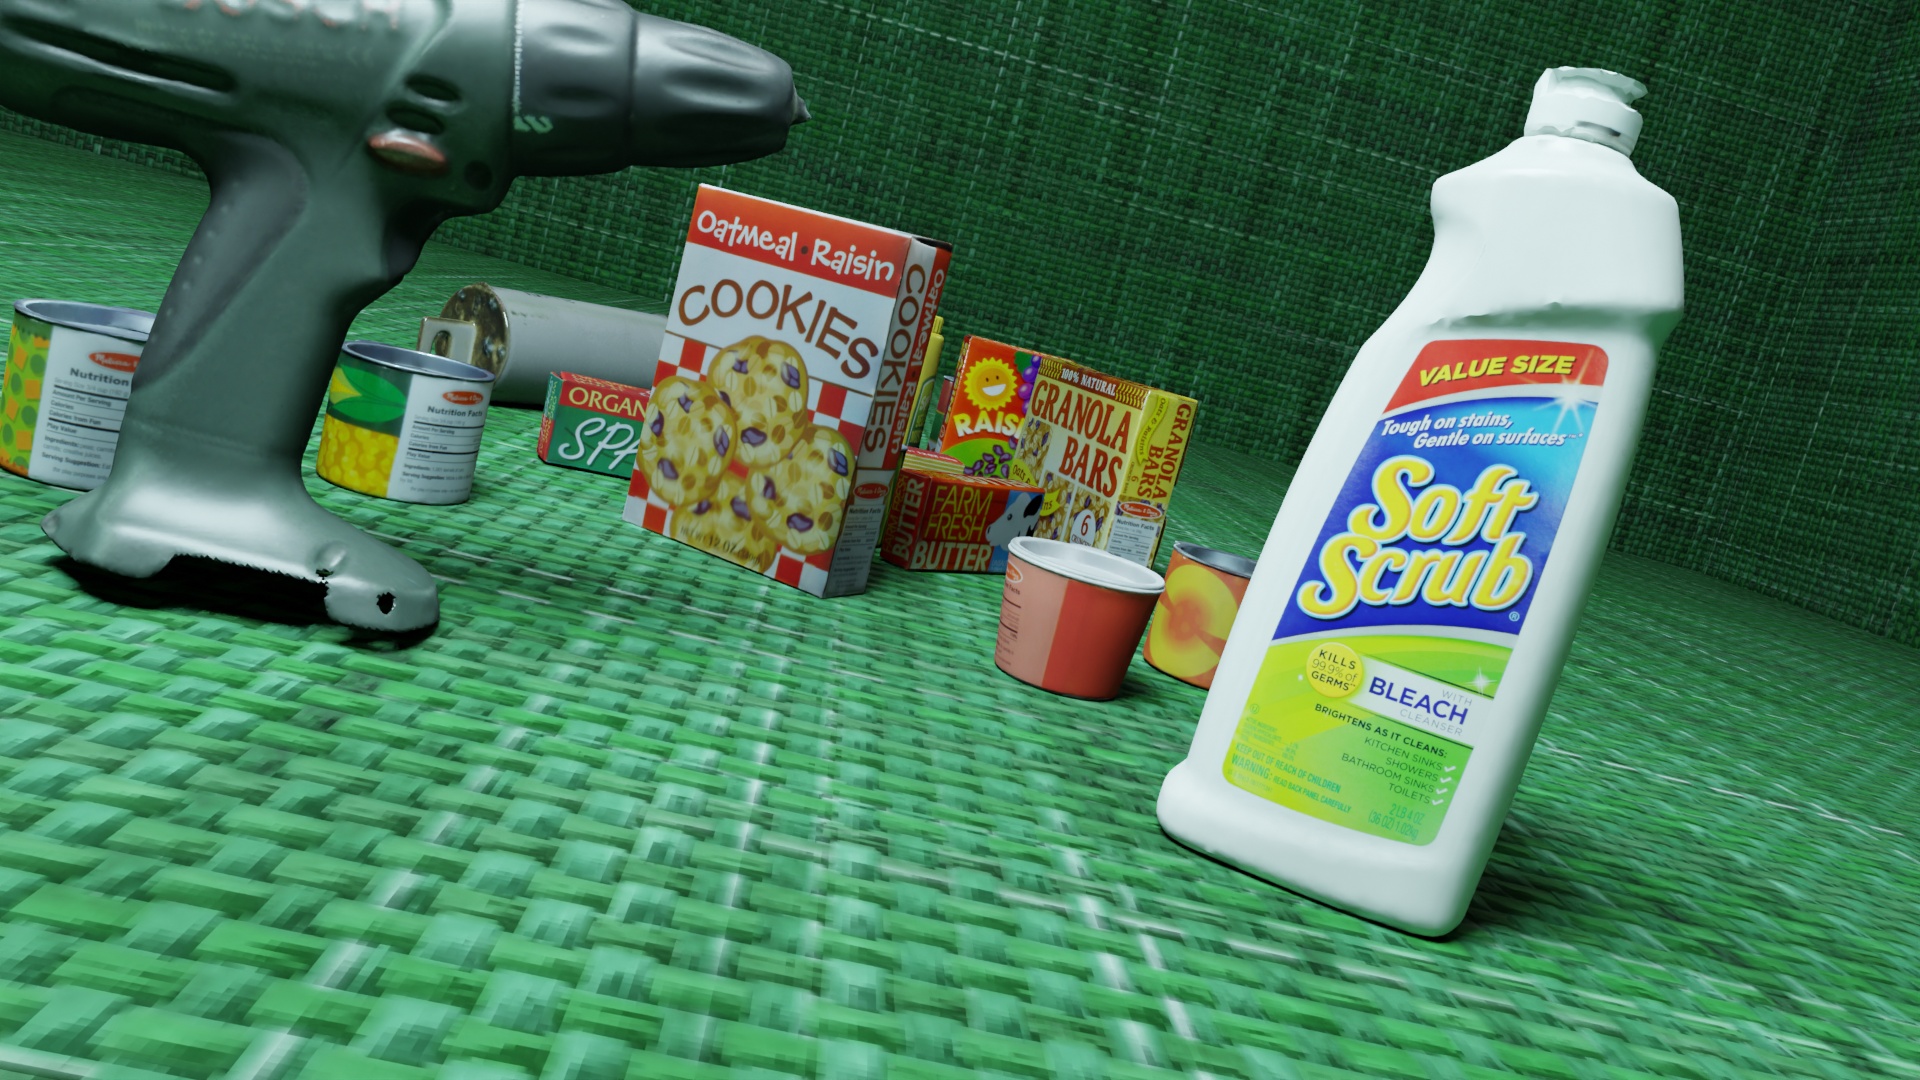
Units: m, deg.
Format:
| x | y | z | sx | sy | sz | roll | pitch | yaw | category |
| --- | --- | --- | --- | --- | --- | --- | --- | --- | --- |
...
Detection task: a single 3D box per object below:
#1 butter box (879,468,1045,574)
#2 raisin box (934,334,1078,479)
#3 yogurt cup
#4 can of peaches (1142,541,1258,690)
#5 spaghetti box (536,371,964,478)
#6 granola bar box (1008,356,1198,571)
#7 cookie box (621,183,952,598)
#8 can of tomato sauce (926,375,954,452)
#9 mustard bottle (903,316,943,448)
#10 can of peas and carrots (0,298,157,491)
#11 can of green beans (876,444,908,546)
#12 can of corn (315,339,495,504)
| x | y | z | sx | sy | sz | roll | pitch | yaw | category |
| --- | --- | --- | --- | --- | --- | --- | --- | --- | --- |
| 0.003 | -0.010 | 0.773 | 0.024 | 0.053 | 0.103 | 22 | 12 | 39 | butter box |
| 0.030 | -0.083 | 1.032 | 0.086 | 0.123 | 0.040 | 14 | 9 | -7 | raisin box |
| 0.047 | 0.033 | 0.588 | 0.072 | 0.054 | 0.072 | 15 | 9 | -2 | yogurt cup |
| 0.125 | 0.038 | 0.672 | 0.071 | 0.058 | 0.071 | 15 | 9 | -2 | can of peaches |
| -0.118 | -0.048 | 0.817 | 0.250 | 0.050 | 0.029 | 11 | 10 | -24 | spaghetti box |
| 0.083 | -0.046 | 0.892 | 0.039 | 0.124 | 0.166 | 12 | 10 | -22 | granola bar box |
| -0.083 | -0.072 | 0.652 | 0.123 | 0.167 | 0.040 | 19 | 10 | 26 | cookie box |
| 0.008 | -0.087 | 1.144 | 0.071 | 0.083 | 0.071 | 15 | 9 | -2 | can of tomato sauce |
| -0.043 | -0.119 | 1.015 | 0.049 | 0.160 | 0.065 | 16 | 9 | 8 | mustard bottle |
| -0.315 | -0.054 | 0.515 | 0.071 | 0.058 | 0.071 | 15 | 9 | -2 | can of peas and carrots |
| -0.068 | -0.033 | 0.781 | 0.071 | 0.057 | 0.071 | 15 | 9 | -2 | can of green beans |
| -0.248 | -0.053 | 0.617 | 0.071 | 0.058 | 0.071 | 15 | 9 | -2 | can of corn |
